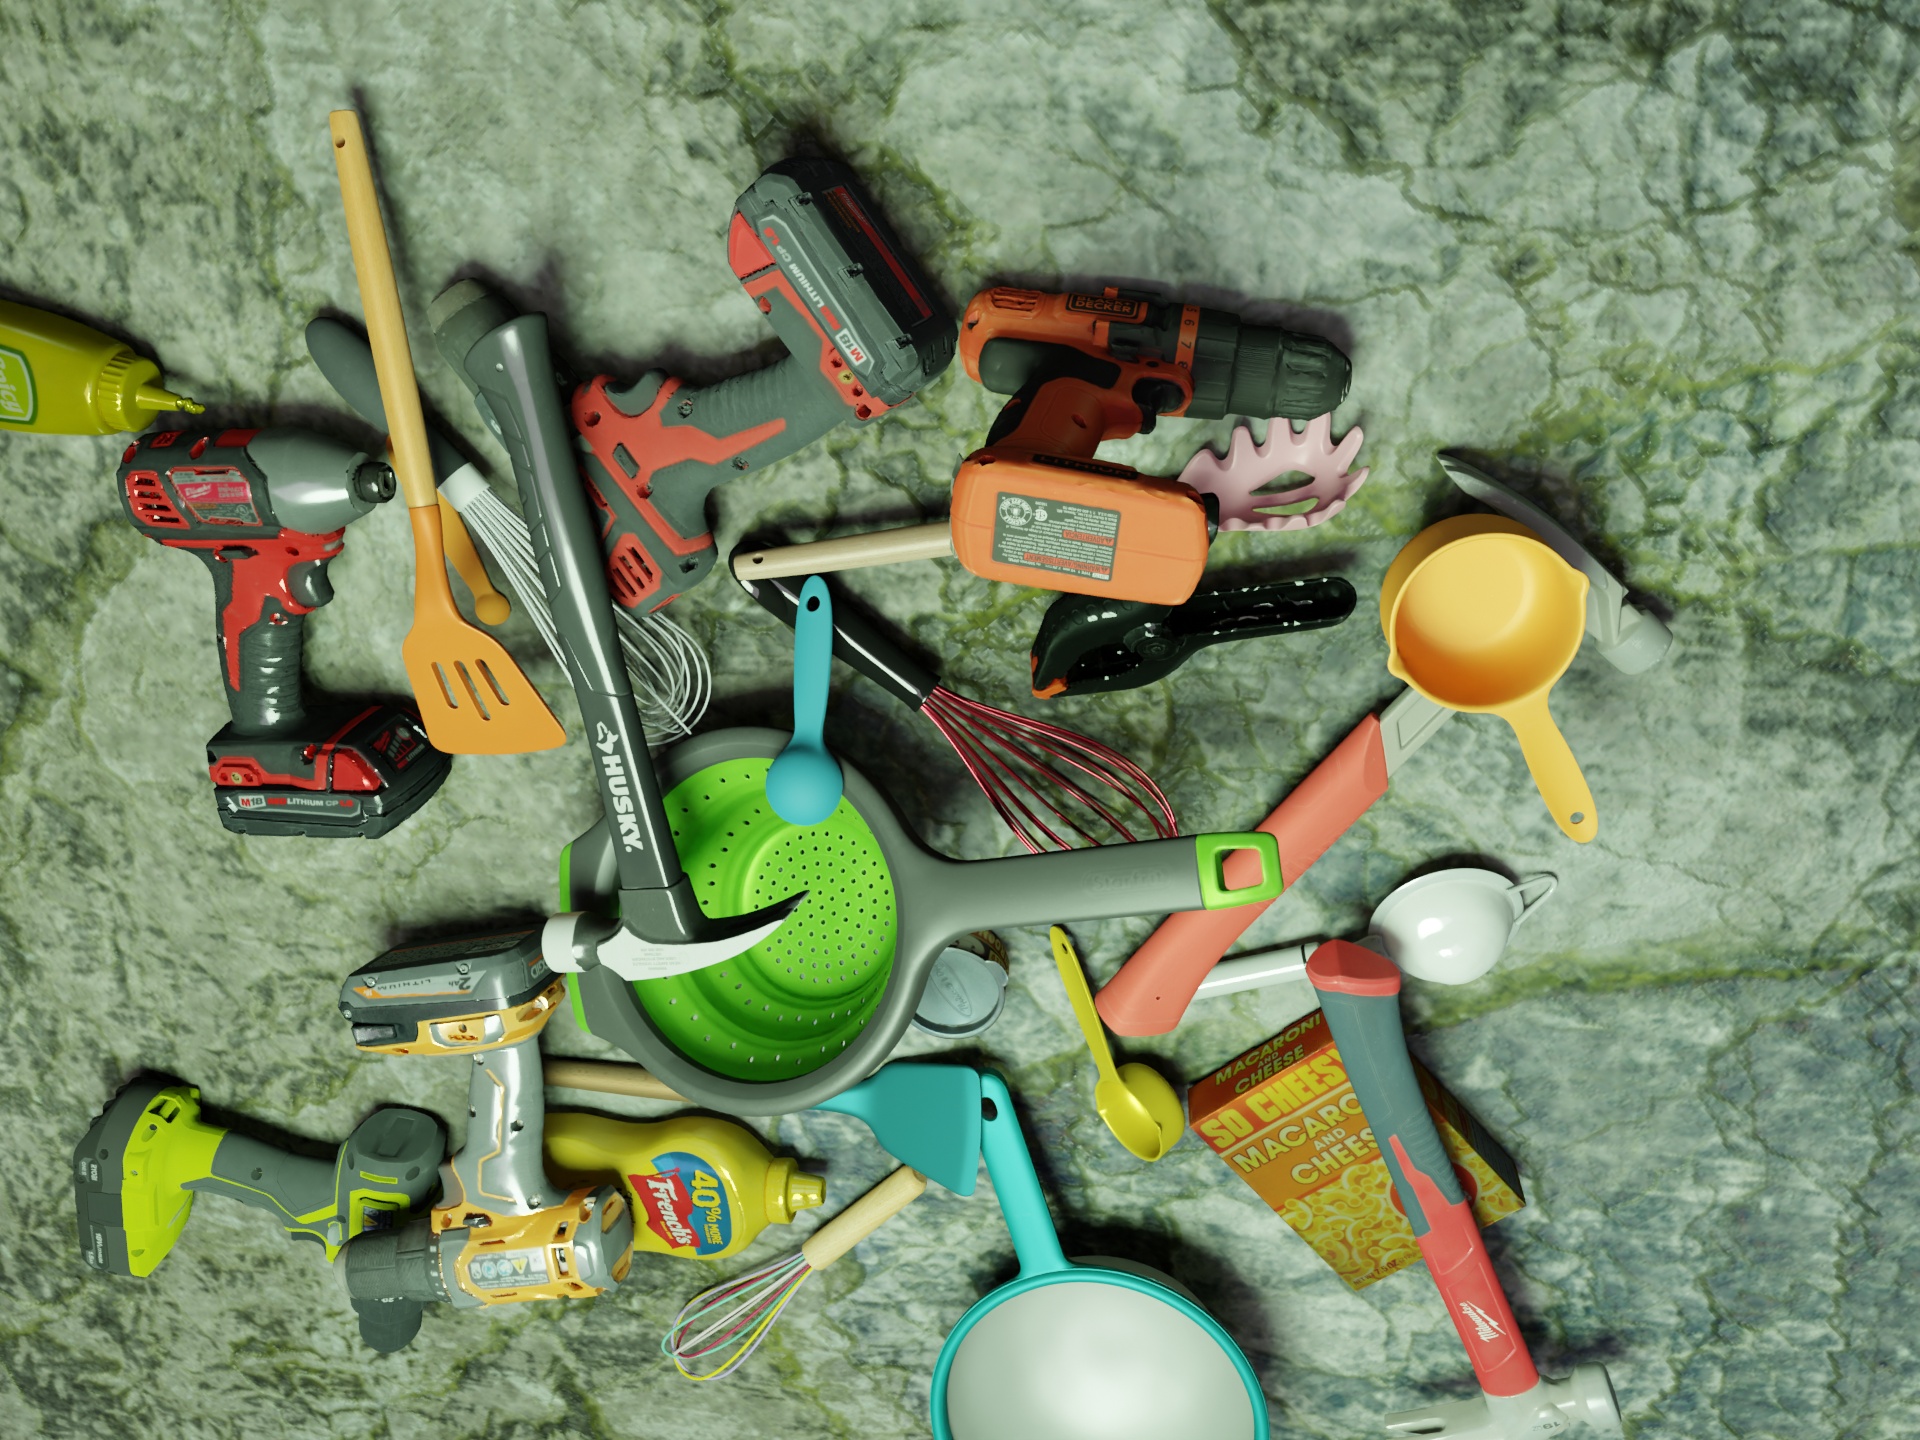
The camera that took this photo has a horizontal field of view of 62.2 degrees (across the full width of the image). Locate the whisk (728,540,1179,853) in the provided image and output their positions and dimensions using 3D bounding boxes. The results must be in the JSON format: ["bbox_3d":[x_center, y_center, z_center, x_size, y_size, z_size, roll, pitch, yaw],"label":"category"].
[{"bbox_3d":[-0.001,-0.003,0.848,0.296,0.073,0.073,37,116,-4],"label":"whisk"}]

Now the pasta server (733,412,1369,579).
[{"bbox_3d":[0.039,-0.101,0.788,0.316,0.060,0.040,-7,158,8],"label":"pasta server"}]

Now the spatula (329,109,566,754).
[{"bbox_3d":[-0.267,-0.132,0.791,0.081,0.041,0.322,-4,104,16],"label":"spatula"}]

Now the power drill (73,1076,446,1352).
[{"bbox_3d":[-0.462,0.336,1.073,0.228,0.080,0.190,12,117,-1],"label":"power drill"}]

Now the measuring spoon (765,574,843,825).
[{"bbox_3d":[-0.080,-0.011,0.807,0.042,0.021,0.128,2,88,22],"label":"measuring spoon"}]

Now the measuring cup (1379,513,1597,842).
[{"bbox_3d":[0.263,-0.020,0.762,0.095,0.052,0.173,-26,111,15],"label":"measuring cup"}]

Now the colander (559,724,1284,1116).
[{"bbox_3d":[-0.021,0.095,0.842,0.397,0.094,0.204,-8,85,22],"label":"colander"}]

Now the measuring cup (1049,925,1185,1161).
[{"bbox_3d":[0.092,0.187,0.944,0.062,0.029,0.156,-5,109,59],"label":"measuring cup"}]

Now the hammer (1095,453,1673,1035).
[{"bbox_3d":[0.189,0.036,0.840,0.149,0.037,0.359,36,112,-11],"label":"hammer"}]

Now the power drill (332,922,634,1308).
[{"bbox_3d":[-0.310,0.250,0.969,0.185,0.084,0.226,-9,98,9],"label":"power drill"}]

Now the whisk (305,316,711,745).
[{"bbox_3d":[-0.238,-0.098,0.835,0.070,0.070,0.284,-37,102,23],"label":"whisk"}]

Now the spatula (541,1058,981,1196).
[{"bbox_3d":[-0.141,0.235,0.994,0.317,0.044,0.082,4,99,8],"label":"spatula"}]

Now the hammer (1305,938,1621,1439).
[{"bbox_3d":[0.262,0.288,0.922,0.143,0.038,0.386,-19,115,18],"label":"hammer"}]

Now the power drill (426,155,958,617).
[{"bbox_3d":[-0.137,-0.176,0.767,0.226,0.080,0.188,-32,101,25],"label":"power drill"}]

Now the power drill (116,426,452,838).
[{"bbox_3d":[-0.355,-0.050,0.858,0.143,0.079,0.219,0,114,12],"label":"power drill"}]

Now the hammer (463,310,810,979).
[{"bbox_3d":[-0.173,-0.029,0.777,0.146,0.035,0.334,-5,108,20],"label":"hammer"}]

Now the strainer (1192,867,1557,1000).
[{"bbox_3d":[0.208,0.136,0.898,0.258,0.050,0.086,-15,128,19],"label":"strainer"}]

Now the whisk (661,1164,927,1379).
[{"bbox_3d":[-0.115,0.364,1.060,0.051,0.047,0.245,39,112,-25],"label":"whisk"}]

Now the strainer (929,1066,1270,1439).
[{"bbox_3d":[0.071,0.366,1.014,0.211,0.095,0.340,-17,97,14],"label":"strainer"}]

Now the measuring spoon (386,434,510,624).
[{"bbox_3d":[-0.278,-0.101,0.859,0.021,0.011,0.116,-18,113,16],"label":"measuring spoon"}]
